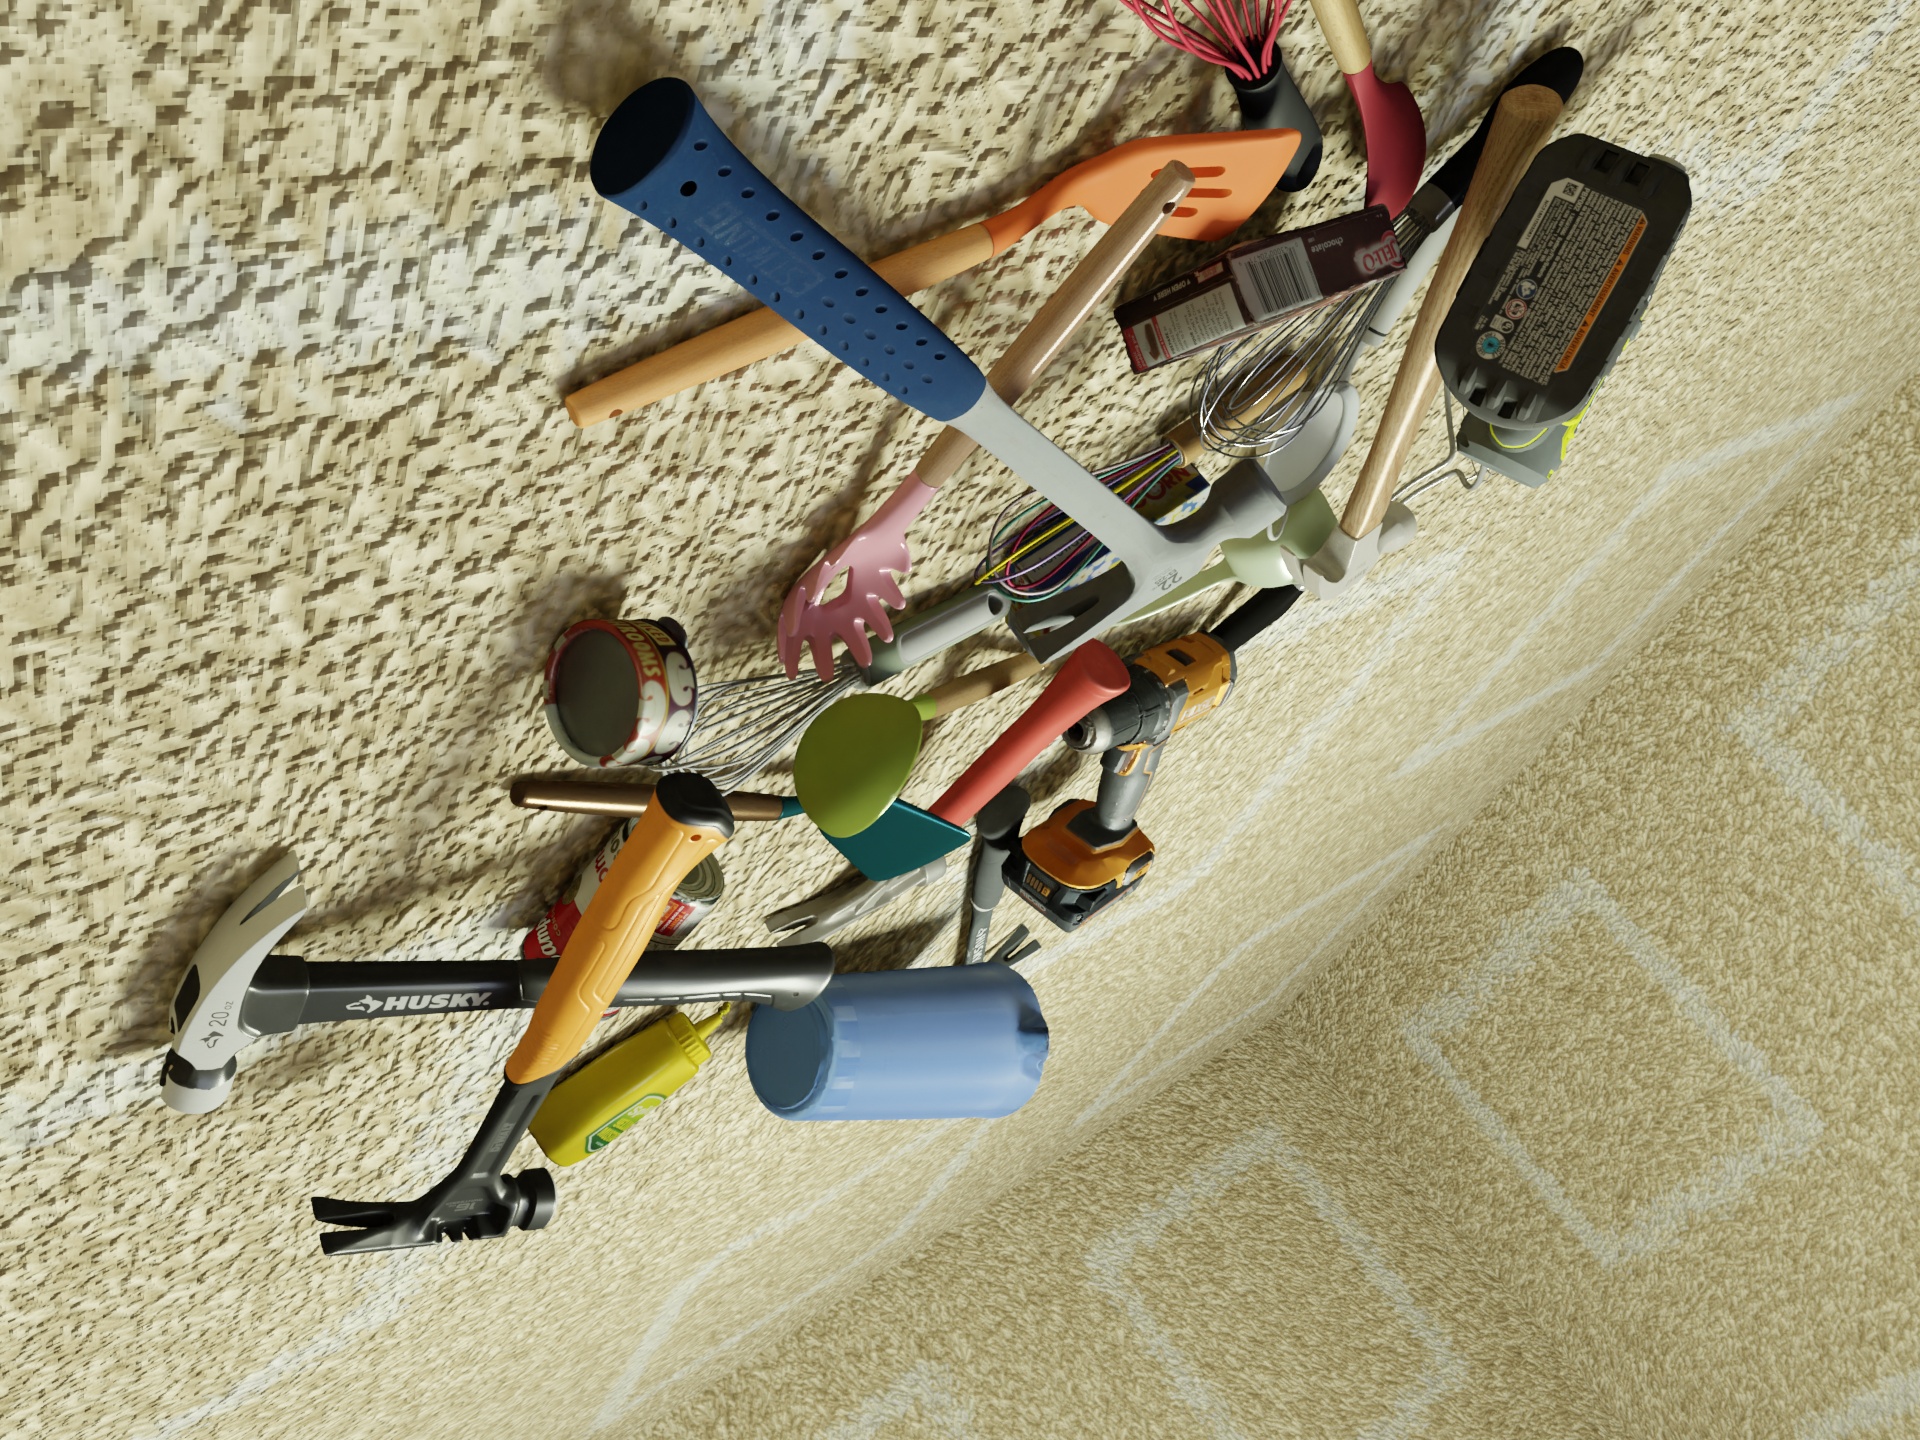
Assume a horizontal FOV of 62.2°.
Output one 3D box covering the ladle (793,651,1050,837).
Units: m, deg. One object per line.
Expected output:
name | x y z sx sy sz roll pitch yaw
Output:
ladle | -0.001 -0.003 0.903 0.078 0.062 0.320 -42 173 25

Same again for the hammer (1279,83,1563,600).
hammer | 0.256 -0.193 0.889 0.130 0.031 0.331 -36 153 -31

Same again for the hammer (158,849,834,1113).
hammer | -0.210 0.129 0.803 0.334 0.035 0.146 4 130 -37

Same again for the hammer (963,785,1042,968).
hammer | 0.025 0.162 1.383 0.149 0.036 0.408 -32 158 -21

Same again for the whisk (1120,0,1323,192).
whisk | 0.113 -0.269 0.630 0.073 0.073 0.295 -44 164 13

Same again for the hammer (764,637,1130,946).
hammer | -0.004 0.053 1.024 0.149 0.037 0.359 -24 166 -36

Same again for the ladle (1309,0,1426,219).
ladle | 0.163 -0.299 0.680 0.315 0.031 0.069 24 82 -63

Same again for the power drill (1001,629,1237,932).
power drill | 0.107 0.048 1.176 0.185 0.084 0.226 -23 143 -50

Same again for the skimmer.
skimmer | 0.256 -0.146 1.105 0.090 0.127 0.363 22 138 -26

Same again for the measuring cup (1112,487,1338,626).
measuring cup | 0.165 -0.109 1.047 0.167 0.083 0.038 -24 133 11

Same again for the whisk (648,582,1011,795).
whisk | -0.062 -0.024 0.852 0.246 0.057 0.059 -29 -160 -35

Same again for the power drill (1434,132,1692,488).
power drill | 0.326 -0.225 0.839 0.190 0.080 0.228 -64 162 14

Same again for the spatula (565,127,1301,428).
spatula | -0.006 -0.177 0.638 0.322 0.041 0.081 -29 173 -21

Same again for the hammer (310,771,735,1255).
hammer | -0.204 0.152 0.776 0.127 0.034 0.336 6 129 -40

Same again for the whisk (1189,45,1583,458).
whisk | 0.231 -0.253 0.861 0.284 0.070 0.070 -46 158 5

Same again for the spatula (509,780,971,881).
spatula | -0.118 0.057 0.890 0.082 0.044 0.317 -27 160 31

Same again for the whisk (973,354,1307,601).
whisk | 0.106 -0.140 0.896 0.245 0.051 0.047 -35 153 -18

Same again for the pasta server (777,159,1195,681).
pasta server | 0.003 -0.121 0.714 0.060 0.040 0.316 2 146 -40

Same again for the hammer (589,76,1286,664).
hammer | 0.001 -0.123 0.648 0.144 0.035 0.405 -36 150 18

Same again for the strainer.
strainer | 0.238 -0.225 0.944 0.087 0.050 0.258 -10 139 -46
